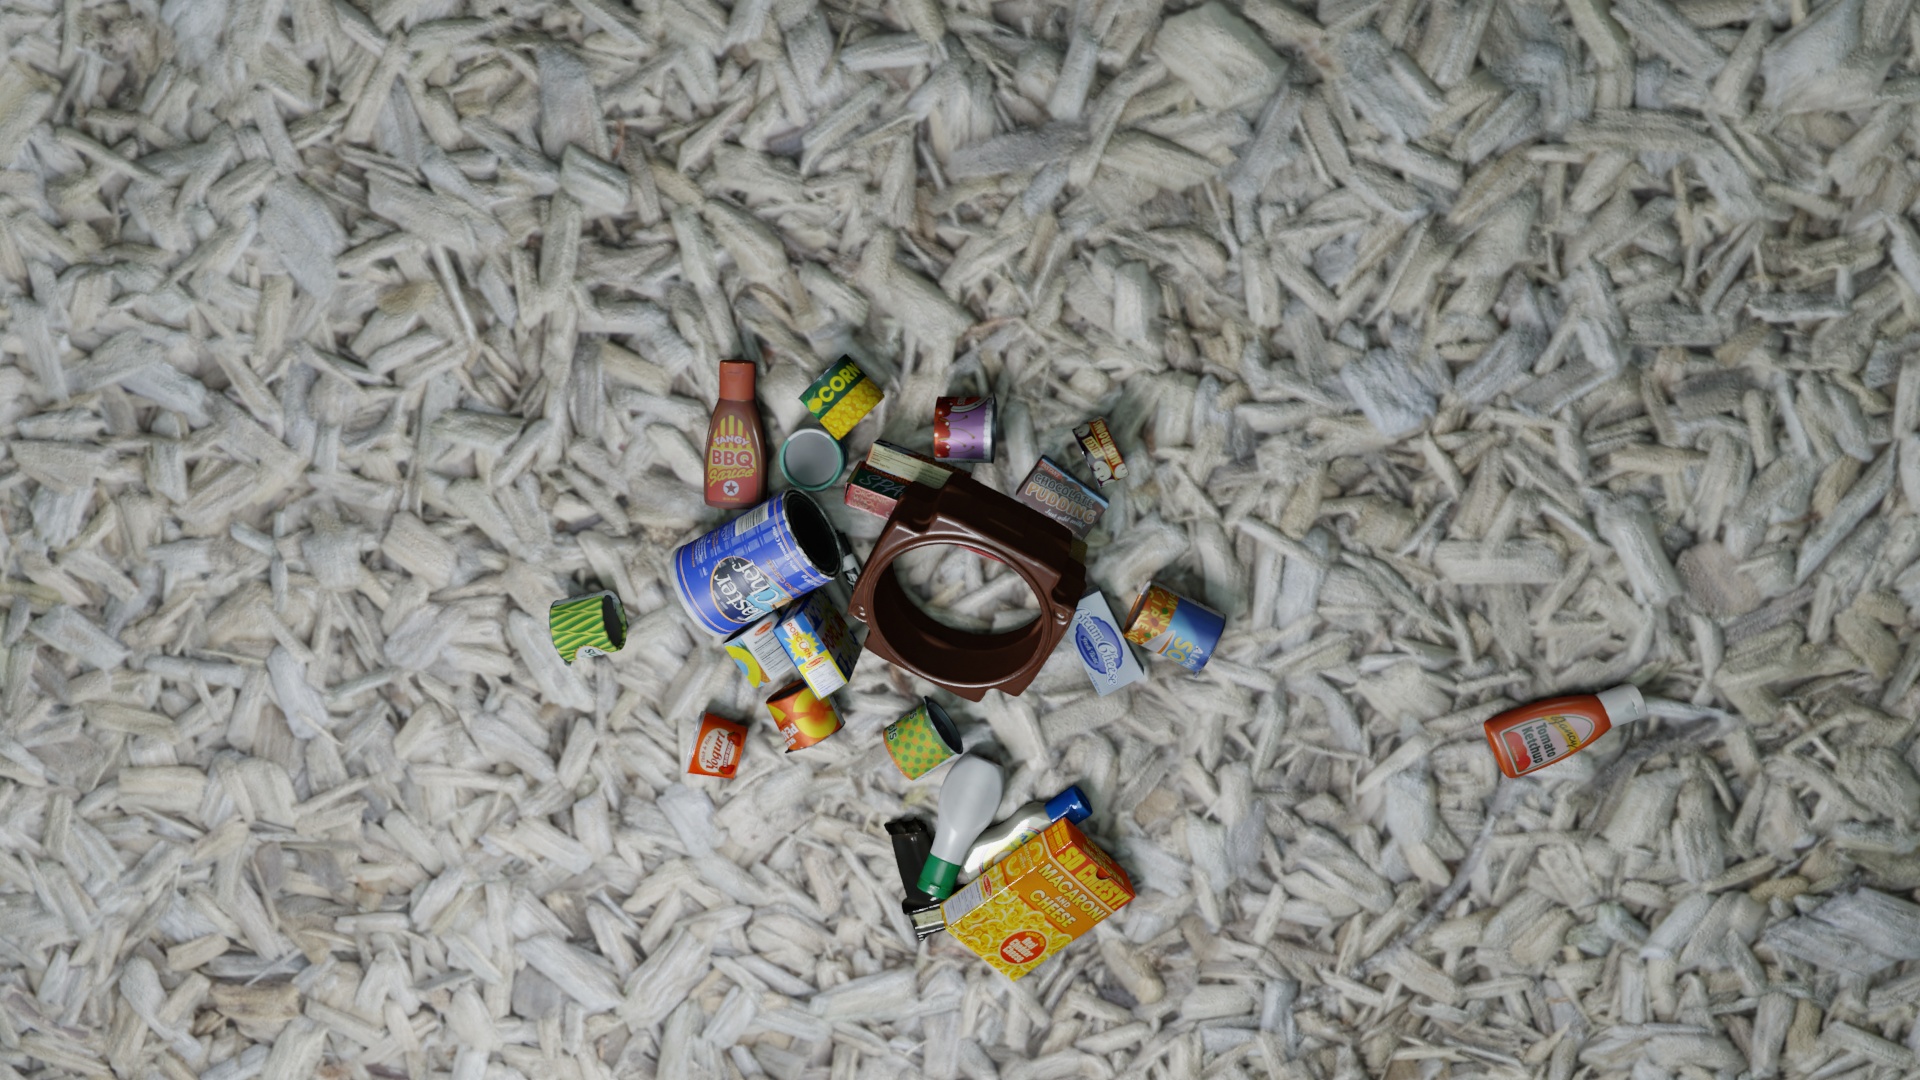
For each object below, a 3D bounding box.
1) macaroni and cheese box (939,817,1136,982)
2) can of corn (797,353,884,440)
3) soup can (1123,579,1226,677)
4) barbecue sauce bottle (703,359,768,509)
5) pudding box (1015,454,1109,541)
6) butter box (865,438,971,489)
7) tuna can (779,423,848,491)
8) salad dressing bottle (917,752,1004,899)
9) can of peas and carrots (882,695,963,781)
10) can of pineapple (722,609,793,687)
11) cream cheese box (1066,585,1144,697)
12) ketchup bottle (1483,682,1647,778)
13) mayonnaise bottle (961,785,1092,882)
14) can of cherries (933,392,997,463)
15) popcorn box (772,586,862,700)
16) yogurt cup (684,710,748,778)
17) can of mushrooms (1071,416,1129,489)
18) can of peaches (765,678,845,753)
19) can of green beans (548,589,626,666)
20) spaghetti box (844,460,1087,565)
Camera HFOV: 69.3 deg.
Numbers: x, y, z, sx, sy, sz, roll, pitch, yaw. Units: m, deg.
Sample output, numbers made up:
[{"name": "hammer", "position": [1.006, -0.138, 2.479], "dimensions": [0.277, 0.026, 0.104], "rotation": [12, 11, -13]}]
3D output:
[{"name": "macaroni and cheese box", "position": [0.082, 0.379, 1.457], "dimensions": [0.166, 0.040, 0.123], "rotation": [-38, 122, 11]}, {"name": "can of corn", "position": [-0.117, -0.142, 1.374], "dimensions": [0.071, 0.071, 0.058], "rotation": [-42, 97, 11]}, {"name": "soup can", "position": [0.213, 0.088, 1.395], "dimensions": [0.084, 0.071, 0.071], "rotation": [26, 103, 0]}, {"name": "barbecue sauce bottle", "position": [-0.226, -0.107, 1.404], "dimensions": [0.065, 0.044, 0.148], "rotation": [4, 101, 5]}, {"name": "pudding box", "position": [0.103, -0.043, 1.397], "dimensions": [0.084, 0.030, 0.049], "rotation": [35, 101, -3]}, {"name": "butter box", "position": [-0.041, -0.072, 1.391], "dimensions": [0.103, 0.053, 0.024], "rotation": [20, 100, 0]}, {"name": "tuna can", "position": [-0.149, -0.082, 1.408], "dimensions": [0.071, 0.033, 0.071], "rotation": [1, 101, 5]}, {"name": "salad dressing bottle", "position": [-0.002, 0.297, 1.446], "dimensions": [0.064, 0.044, 0.148], "rotation": [22, 84, 3]}, {"name": "can of peas and carrots", "position": [-0.040, 0.206, 1.442], "dimensions": [0.058, 0.071, 0.071], "rotation": [-34, 97, 11]}, {"name": "can of pineapple", "position": [-0.203, 0.111, 1.437], "dimensions": [0.071, 0.071, 0.058], "rotation": [-33, 97, 10]}, {"name": "cream cheese box", "position": [0.143, 0.103, 1.427], "dimensions": [0.053, 0.024, 0.103], "rotation": [-28, 98, 8]}, {"name": "ketchup bottle", "position": [0.609, 0.185, 1.397], "dimensions": [0.149, 0.043, 0.064], "rotation": [-22, 99, 8]}, {"name": "mayonnaise bottle", "position": [0.070, 0.313, 1.467], "dimensions": [0.148, 0.041, 0.064], "rotation": [-36, 101, 11]}, {"name": "can of cherries", "position": [0.005, -0.112, 1.373], "dimensions": [0.058, 0.071, 0.071], "rotation": [2, 102, 6]}, {"name": "popcorn box", "position": [-0.142, 0.100, 1.397], "dimensions": [0.038, 0.127, 0.085], "rotation": [-32, 98, 8]}, {"name": "yogurt cup", "position": [-0.257, 0.218, 1.464], "dimensions": [0.054, 0.072, 0.072], "rotation": [16, 103, -7]}, {"name": "can of mushrooms", "position": [0.137, -0.087, 1.365], "dimensions": [0.033, 0.071, 0.071], "rotation": [-25, 99, 8]}, {"name": "can of peaches", "position": [-0.163, 0.179, 1.444], "dimensions": [0.071, 0.071, 0.058], "rotation": [-23, 98, 9]}, {"name": "can of green beans", "position": [-0.387, 0.089, 1.445], "dimensions": [0.058, 0.071, 0.071], "rotation": [-12, 101, 7]}, {"name": "spaghetti box", "position": [0.005, -0.018, 1.398], "dimensions": [0.250, 0.050, 0.028], "rotation": [20, 125, 0]}]
